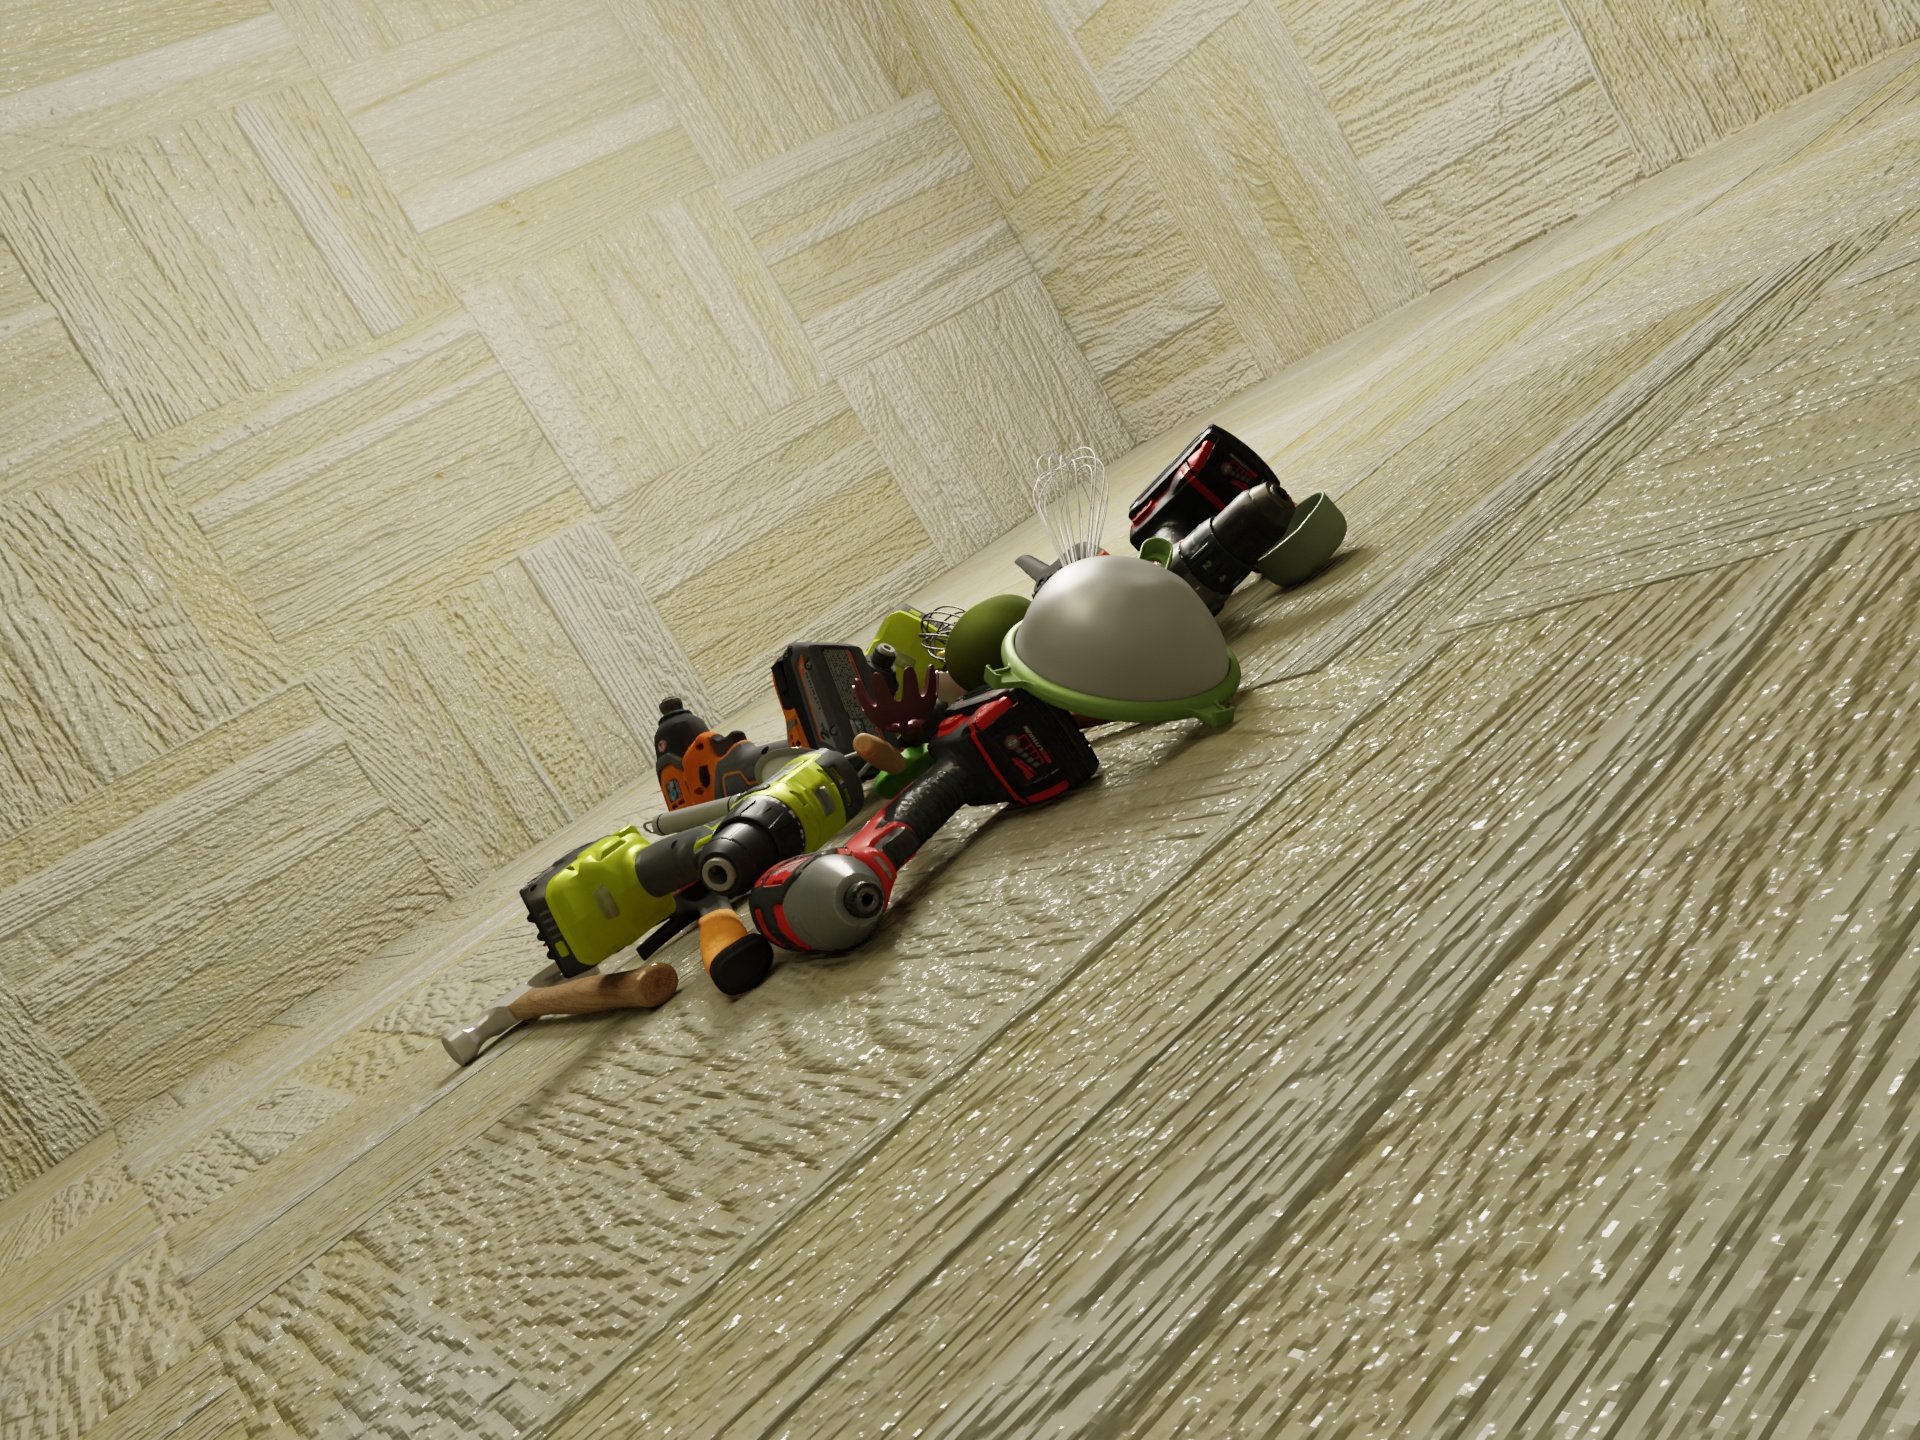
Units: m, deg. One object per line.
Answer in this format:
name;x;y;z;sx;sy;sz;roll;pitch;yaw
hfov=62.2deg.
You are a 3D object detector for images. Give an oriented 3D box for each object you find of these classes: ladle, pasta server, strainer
ladle;0.003;-0.017;1.220;0.078;0.062;0.320;-21;-10;-16
pasta server;-0.040;-0.003;1.216;0.060;0.040;0.316;-11;-4;0
strainer;-0.169;0.069;1.264;0.258;0.086;0.050;-15;44;39
strainer;0.115;-0.087;1.032;0.151;0.069;0.256;10;30;10

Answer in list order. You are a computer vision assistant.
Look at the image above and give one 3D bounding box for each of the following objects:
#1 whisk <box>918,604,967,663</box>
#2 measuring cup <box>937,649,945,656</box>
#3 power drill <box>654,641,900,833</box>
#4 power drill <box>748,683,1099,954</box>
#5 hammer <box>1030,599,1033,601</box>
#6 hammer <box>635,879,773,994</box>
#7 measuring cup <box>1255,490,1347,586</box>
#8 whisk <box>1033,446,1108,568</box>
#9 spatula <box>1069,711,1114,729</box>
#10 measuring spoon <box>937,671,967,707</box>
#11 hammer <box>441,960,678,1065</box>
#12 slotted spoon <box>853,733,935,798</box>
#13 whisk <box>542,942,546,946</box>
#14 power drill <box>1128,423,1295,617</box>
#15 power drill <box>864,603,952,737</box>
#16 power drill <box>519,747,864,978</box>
whisk;0.051;-0.063;1.344;0.239;0.055;0.055;11;38;44
measuring cup;0.025;-0.070;1.238;0.062;0.029;0.156;-13;0;33
power drill;-0.171;0.019;1.343;0.226;0.164;0.084;-32;-18;32
power drill;-0.025;0.064;0.997;0.220;0.078;0.143;-39;9;-24
hammer;0.130;-0.119;1.635;0.143;0.038;0.386;-36;9;-21
hammer;-0.183;0.155;1.162;0.127;0.034;0.337;-32;8;-10
measuring cup;0.230;-0.103;1.221;0.167;0.038;0.083;-47;7;7
whisk;0.097;-0.122;1.305;0.070;0.070;0.285;-28;44;27
spatula;0.075;0.009;1.139;0.081;0.041;0.322;-36;13;-36
measuring spoon;-0.002;-0.004;1.309;0.034;0.124;0.018;8;65;17
hammer;-0.301;0.216;1.248;0.130;0.031;0.331;-38;11;-35
slotted spoon;-0.048;0.028;1.152;0.070;0.031;0.313;-31;-7;1
whisk;-0.286;0.151;1.381;0.296;0.073;0.073;-30;7;45
power drill;0.191;-0.146;1.234;0.188;0.080;0.227;-45;11;34
power drill;-0.077;-0.020;1.458;0.171;0.080;0.223;-63;-3;24
power drill;-0.194;0.103;1.127;0.228;0.080;0.190;-24;7;22
